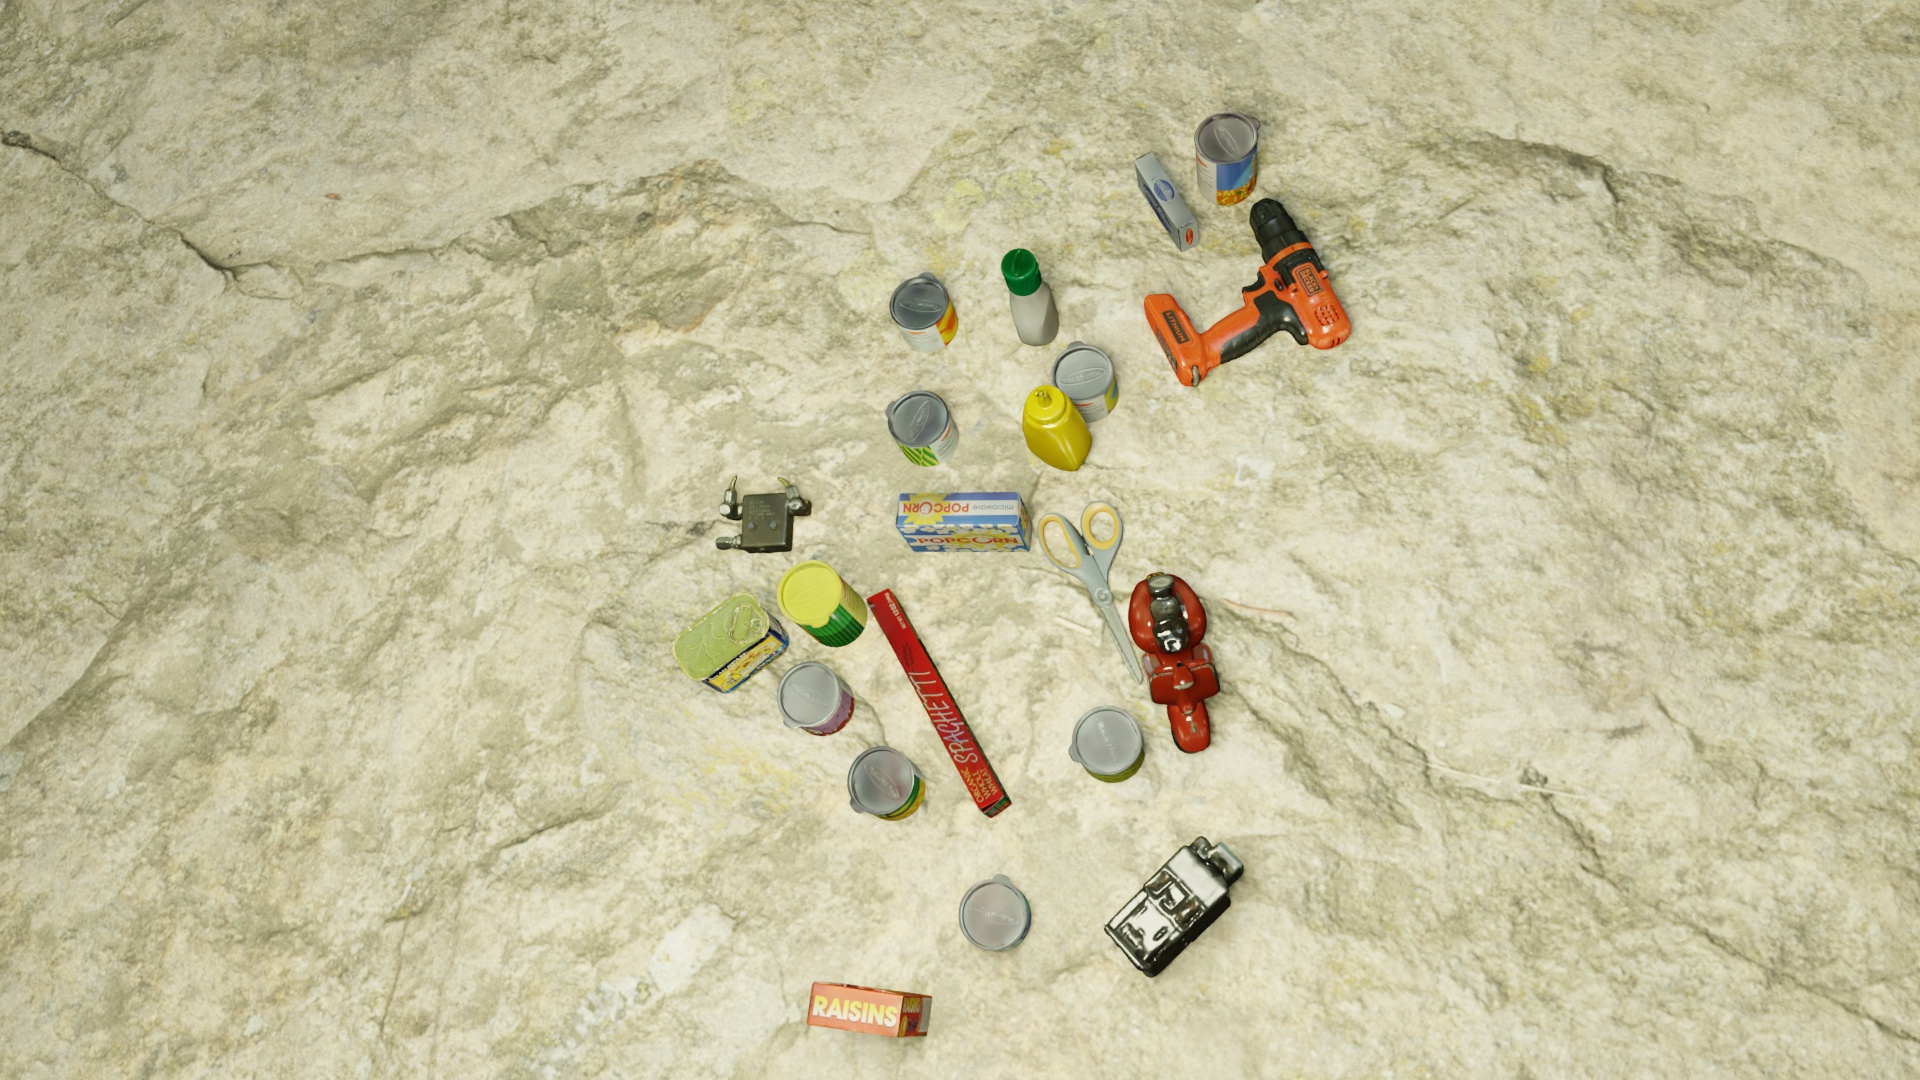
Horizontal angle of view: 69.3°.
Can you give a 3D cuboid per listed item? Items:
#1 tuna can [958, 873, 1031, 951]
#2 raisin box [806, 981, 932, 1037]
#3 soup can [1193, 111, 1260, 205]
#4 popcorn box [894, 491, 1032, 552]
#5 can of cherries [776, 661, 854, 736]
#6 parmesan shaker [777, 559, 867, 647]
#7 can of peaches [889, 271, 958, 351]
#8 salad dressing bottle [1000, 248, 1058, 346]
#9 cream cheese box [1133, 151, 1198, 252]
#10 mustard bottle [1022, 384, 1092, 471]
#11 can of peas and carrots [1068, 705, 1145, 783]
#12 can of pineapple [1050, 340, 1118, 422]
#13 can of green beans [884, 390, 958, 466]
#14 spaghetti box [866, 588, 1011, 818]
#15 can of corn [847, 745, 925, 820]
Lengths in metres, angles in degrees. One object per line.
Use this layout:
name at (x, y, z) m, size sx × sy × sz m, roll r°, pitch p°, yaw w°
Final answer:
tuna can at (0.034, 0.353, 1.316) m, size 0.071 × 0.032 × 0.071 m, roll -4°, pitch 71°, yaw 10°
raisin box at (-0.080, 0.427, 1.265) m, size 0.086 × 0.123 × 0.040 m, roll 4°, pitch 73°, yaw 13°
soup can at (0.290, -0.413, 1.502) m, size 0.071 × 0.083 × 0.071 m, roll -4°, pitch 71°, yaw 10°
popcorn box at (0.005, -0.018, 1.422) m, size 0.127 × 0.085 × 0.038 m, roll 0°, pitch 72°, yaw 12°
can of cherries at (-0.147, 0.163, 1.405) m, size 0.071 × 0.058 × 0.071 m, roll -4°, pitch 71°, yaw 10°
parmesan shaker at (-0.138, 0.069, 1.412) m, size 0.071 × 0.103 × 0.071 m, roll -4°, pitch 71°, yaw 11°
can of peaches at (-0.039, -0.250, 1.527) m, size 0.071 × 0.058 × 0.071 m, roll -4°, pitch 71°, yaw 10°
salad dressing bottle at (0.072, -0.255, 1.458) m, size 0.044 × 0.147 × 0.064 m, roll 6°, pitch 73°, yaw 14°
cream cheese box at (0.225, -0.369, 1.517) m, size 0.024 × 0.053 × 0.104 m, roll -28°, pitch 68°, yaw 2°
mustard bottle at (0.094, -0.119, 1.399) m, size 0.065 × 0.160 × 0.049 m, roll 24°, pitch 78°, yaw 18°
can of peas and carrots at (0.141, 0.198, 1.334) m, size 0.071 × 0.058 × 0.071 m, roll -4°, pitch 71°, yaw 10°
can of pineapple at (0.132, -0.166, 1.463) m, size 0.071 × 0.057 × 0.071 m, roll -4°, pitch 71°, yaw 10°
can of green beans at (-0.039, -0.119, 1.481) m, size 0.071 × 0.057 × 0.071 m, roll -4°, pitch 71°, yaw 10°
spaghetti box at (-0.022, 0.161, 1.385) m, size 0.029 × 0.050 × 0.251 m, roll -31°, pitch 68°, yaw 0°
can of corn at (-0.074, 0.241, 1.363) m, size 0.071 × 0.058 × 0.071 m, roll -4°, pitch 71°, yaw 10°
